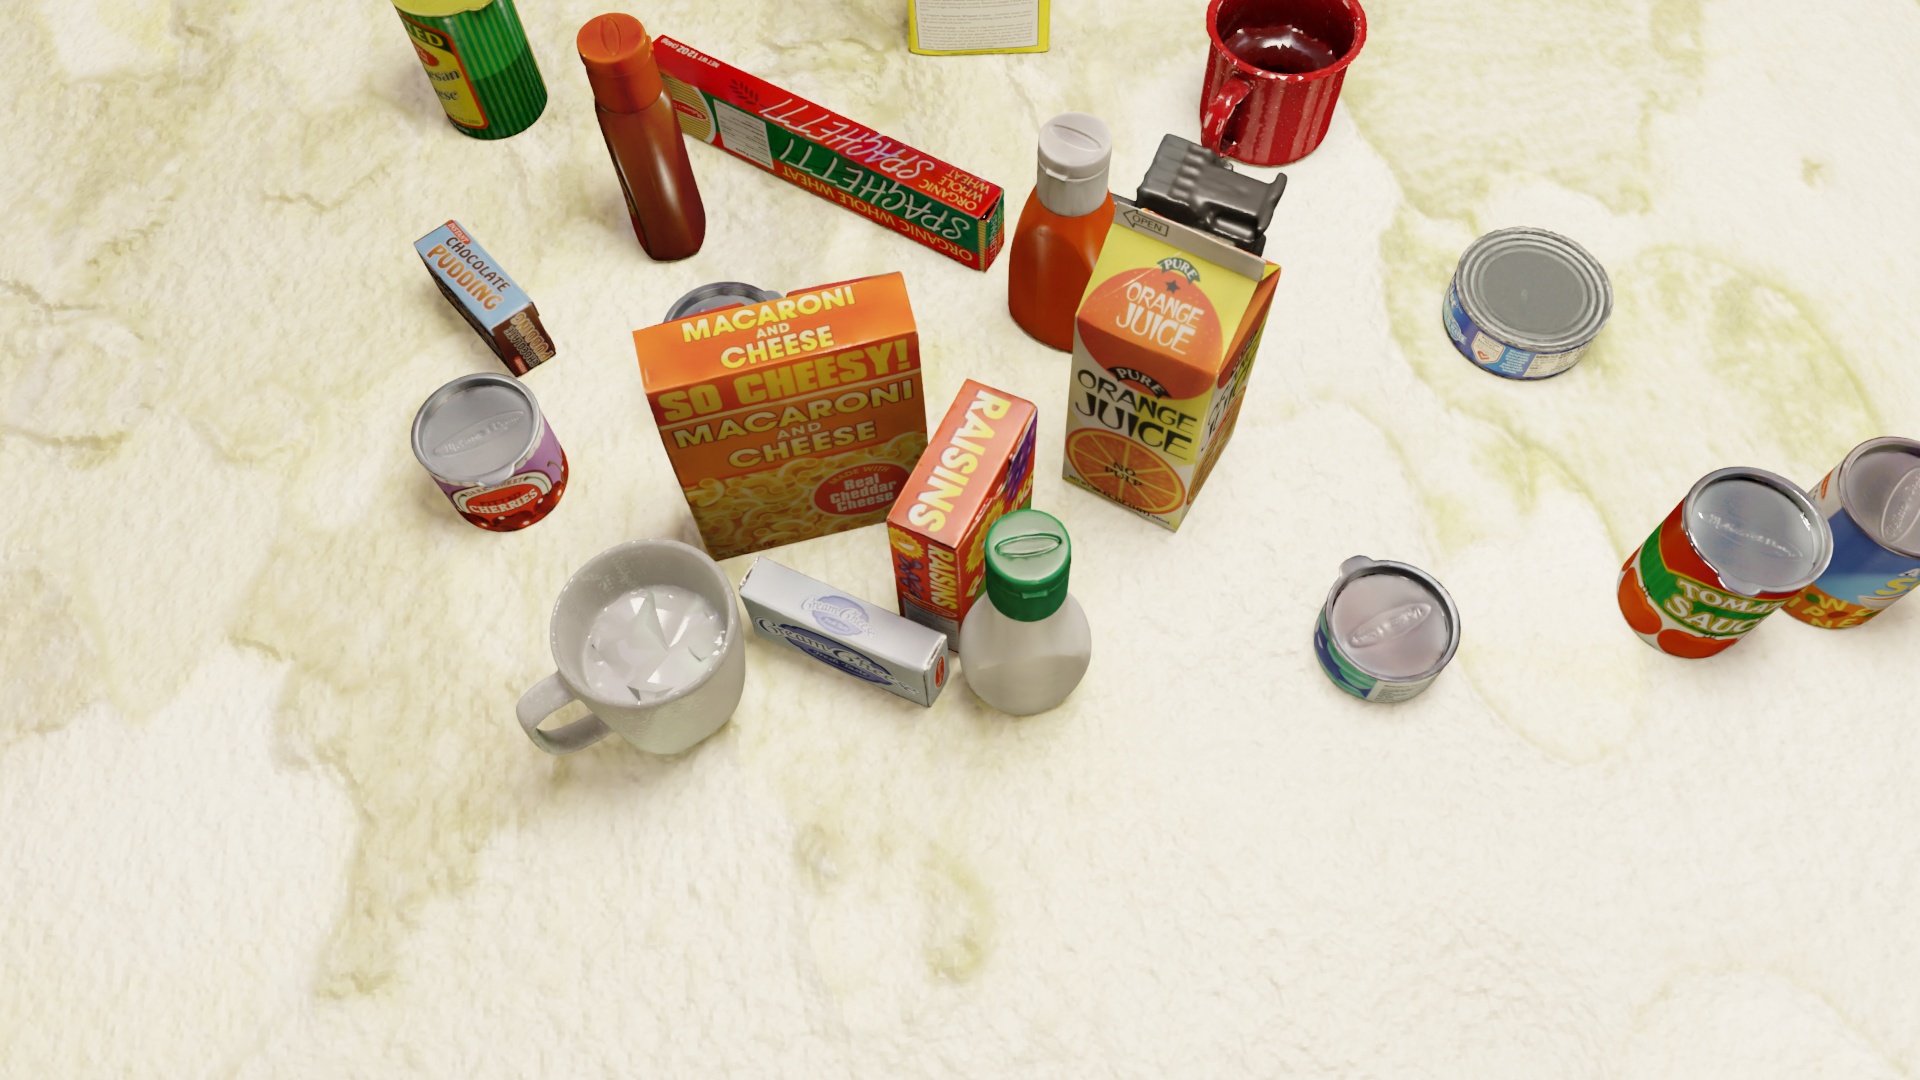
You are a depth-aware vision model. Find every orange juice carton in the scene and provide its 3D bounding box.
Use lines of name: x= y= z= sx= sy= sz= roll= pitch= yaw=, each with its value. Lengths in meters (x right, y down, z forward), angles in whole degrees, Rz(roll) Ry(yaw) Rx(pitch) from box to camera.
orange juice carton: x=0.100 y=-0.089 z=0.676 sx=0.072 sy=0.191 sz=0.073 roll=26 pitch=67 yaw=14

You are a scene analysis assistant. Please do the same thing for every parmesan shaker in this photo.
parmesan shaker: x=-0.296 y=-0.302 z=0.845 sx=0.071 sy=0.102 sz=0.071 roll=0 pitch=63 yaw=1

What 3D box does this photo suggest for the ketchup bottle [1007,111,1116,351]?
ketchup bottle: x=0.057 y=-0.161 z=0.739 sx=0.065 sy=0.148 sz=0.044 roll=28 pitch=67 yaw=15

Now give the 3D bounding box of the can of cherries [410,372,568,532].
can of cherries: x=-0.247 y=-0.044 z=0.735 sx=0.071 sy=0.058 sz=0.072 roll=0 pitch=63 yaw=1

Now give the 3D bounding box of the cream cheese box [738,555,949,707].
cream cheese box: x=-0.057 y=0.046 z=0.687 sx=0.104 sy=0.053 sz=0.024 roll=22 pitch=66 yaw=12

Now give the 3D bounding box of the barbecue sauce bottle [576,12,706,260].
barbecue sauce bottle: x=-0.177 y=-0.226 z=0.778 sx=0.044 sy=0.148 sz=0.065 roll=-13 pitch=63 yaw=-5

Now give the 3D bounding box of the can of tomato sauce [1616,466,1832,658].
can of tomato sauce: x=0.369 y=0.014 z=0.678 sx=0.071 sy=0.082 sz=0.071 roll=0 pitch=63 yaw=1

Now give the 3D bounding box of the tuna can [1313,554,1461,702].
tuna can: x=0.211 y=0.044 z=0.694 sx=0.071 sy=0.032 sz=0.071 roll=0 pitch=63 yaw=1

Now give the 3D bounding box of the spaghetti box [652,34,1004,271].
spaghetti box: x=-0.085 y=-0.234 z=0.835 sx=0.250 sy=0.050 sz=0.029 roll=28 pitch=67 yaw=15

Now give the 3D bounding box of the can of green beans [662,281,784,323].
can of green beans: x=-0.125 y=-0.098 z=0.761 sx=0.071 sy=0.057 sz=0.071 roll=0 pitch=63 yaw=1

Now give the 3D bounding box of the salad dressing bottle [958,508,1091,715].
salad dressing bottle: x=0.030 y=0.035 z=0.638 sx=0.064 sy=0.147 sz=0.044 roll=-7 pitch=63 yaw=-2

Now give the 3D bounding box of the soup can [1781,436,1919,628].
soup can: x=0.447 y=0.000 z=0.684 sx=0.071 sy=0.083 sz=0.071 roll=0 pitch=63 yaw=1

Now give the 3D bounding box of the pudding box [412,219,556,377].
pudding box: x=-0.270 y=-0.138 z=0.789 sx=0.030 sy=0.049 sz=0.084 roll=-39 pitch=68 yaw=-17

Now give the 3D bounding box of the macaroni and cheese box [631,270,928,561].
macaroni and cheese box: x=-0.080 y=-0.055 z=0.677 sx=0.124 sy=0.165 sz=0.040 roll=-14 pitch=63 yaw=-6

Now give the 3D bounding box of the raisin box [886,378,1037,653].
raisin box: x=0.002 y=-0.008 z=0.675 sx=0.040 sy=0.123 sz=0.086 roll=23 pitch=66 yaw=13
